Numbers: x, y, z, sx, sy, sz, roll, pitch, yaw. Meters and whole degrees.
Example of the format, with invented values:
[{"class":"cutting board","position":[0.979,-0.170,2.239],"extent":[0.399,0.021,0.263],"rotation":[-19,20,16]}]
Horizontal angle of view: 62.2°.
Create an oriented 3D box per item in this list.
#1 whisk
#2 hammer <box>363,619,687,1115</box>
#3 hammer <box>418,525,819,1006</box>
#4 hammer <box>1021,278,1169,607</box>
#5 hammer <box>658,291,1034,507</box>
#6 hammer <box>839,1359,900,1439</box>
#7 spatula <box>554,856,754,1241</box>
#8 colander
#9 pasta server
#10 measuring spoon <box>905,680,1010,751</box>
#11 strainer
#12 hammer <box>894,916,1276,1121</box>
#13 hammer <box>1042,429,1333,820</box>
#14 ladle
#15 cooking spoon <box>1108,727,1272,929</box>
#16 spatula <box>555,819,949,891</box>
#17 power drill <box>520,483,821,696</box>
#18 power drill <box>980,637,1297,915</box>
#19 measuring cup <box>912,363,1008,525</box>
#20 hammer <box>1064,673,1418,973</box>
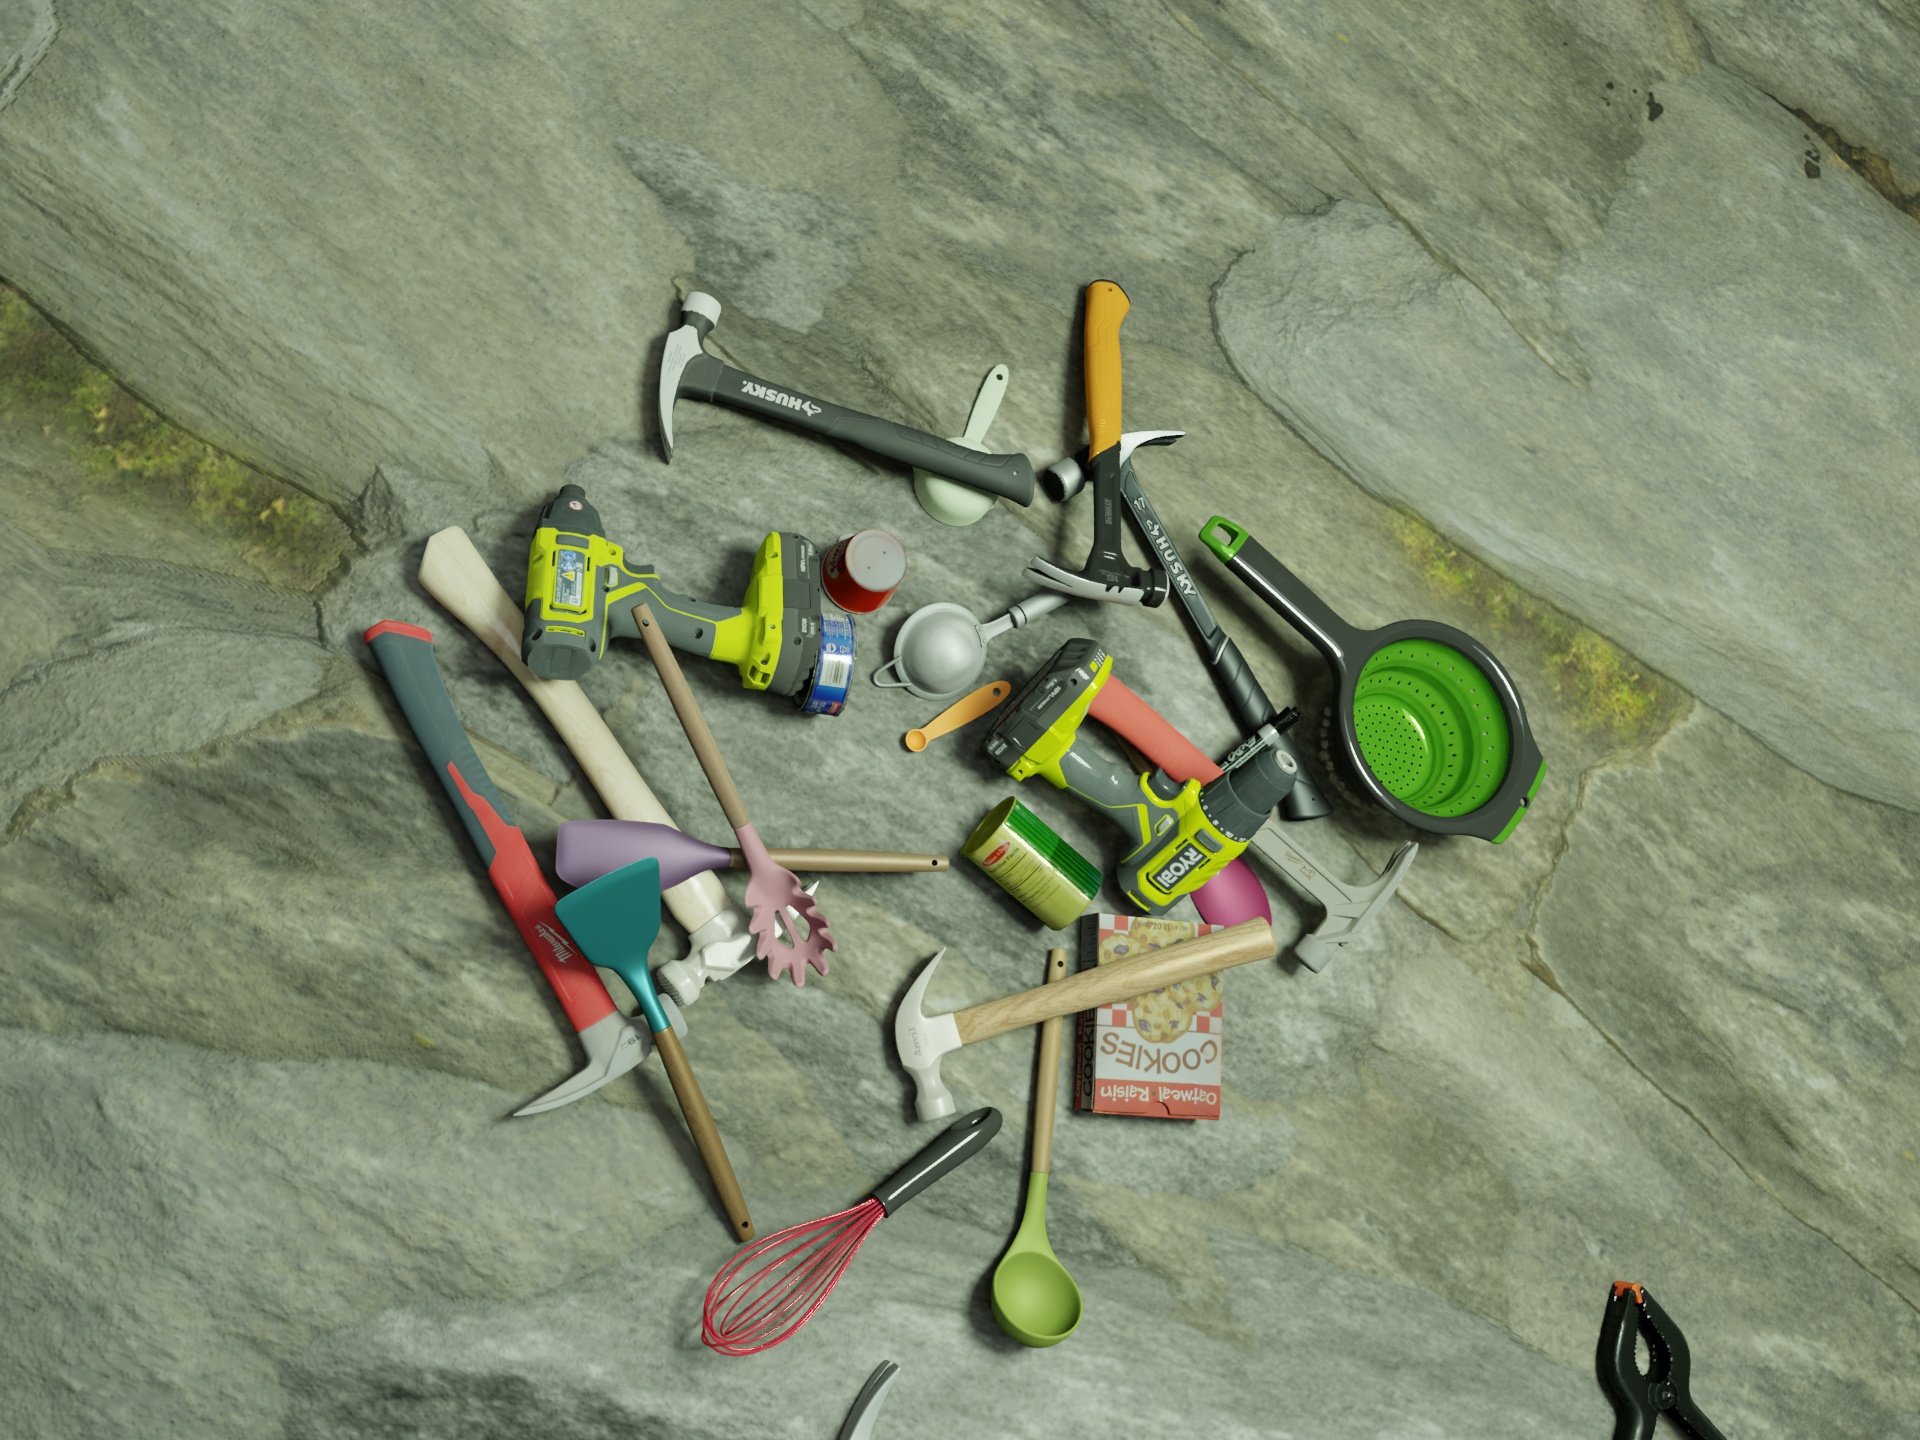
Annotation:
[{"class":"whisk","position":[-0.079,0.390,1.242],"extent":[0.296,0.073,0.073],"rotation":[-31,91,-29]},{"class":"hammer","position":[-0.361,0.105,1.203],"extent":[0.143,0.038,0.386],"rotation":[-29,90,-22]},{"class":"hammer","position":[-0.280,0.018,1.253],"extent":[0.146,0.038,0.410],"rotation":[-36,93,-25]},{"class":"hammer","position":[0.122,-0.260,1.435],"extent":[0.127,0.034,0.337],"rotation":[10,64,-16]},{"class":"hammer","position":[-0.095,-0.246,1.356],"extent":[0.334,0.035,0.146],"rotation":[17,73,-8]},{"class":"hammer","position":[0.091,0.613,1.272],"extent":[0.405,0.035,0.144],"rotation":[16,74,-18]},{"class":"spatula","position":[-0.212,0.256,1.188],"extent":[0.082,0.044,0.317],"rotation":[-26,104,-26]},{"class":"colander","position":[0.360,-0.039,1.486],"extent":[0.397,0.094,0.204],"rotation":[41,66,-4]},{"class":"pasta server","position":[-0.177,0.057,1.208],"extent":[0.060,0.040,0.316],"rotation":[-24,104,-5]},{"class":"measuring spoon","position":[-0.002,-0.004,1.382],"extent":[0.117,0.011,0.021],"rotation":[-31,91,-27]},{"class":"strainer","position":[0.042,-0.088,1.385],"extent":[0.258,0.050,0.086],"rotation":[-29,114,-20]},{"class":"hammer","position":[0.105,0.222,1.324],"extent":[0.331,0.031,0.130],"rotation":[-15,80,-10]},{"class":"hammer","position":[0.234,-0.085,1.477],"extent":[0.149,0.036,0.409],"rotation":[-30,91,-25]},{"class":"ladle","position":[0.073,0.346,1.312],"extent":[0.078,0.062,0.320],"rotation":[12,72,-19]},{"class":"cooking spoon","position":[0.183,0.067,1.433],"extent":[0.069,0.017,0.319],"rotation":[-36,93,-23]},{"class":"spatula","position":[-0.158,0.111,1.253],"extent":[0.315,0.018,0.060],"rotation":[3,84,-22]},{"class":"power drill","position":[-0.229,-0.104,1.263],"extent":[0.223,0.080,0.171],"rotation":[8,54,-19]},{"class":"power drill","position":[0.150,0.039,1.342],"extent":[0.228,0.190,0.080],"rotation":[40,33,-4]},{"class":"measuring cup","position":[0.016,-0.254,1.423],"extent":[0.083,0.038,0.168],"rotation":[26,73,-15]},{"class":"hammer","position":[0.235,0.057,1.412],"extent":[0.359,0.037,0.149],"rotation":[41,85,-6]}]
